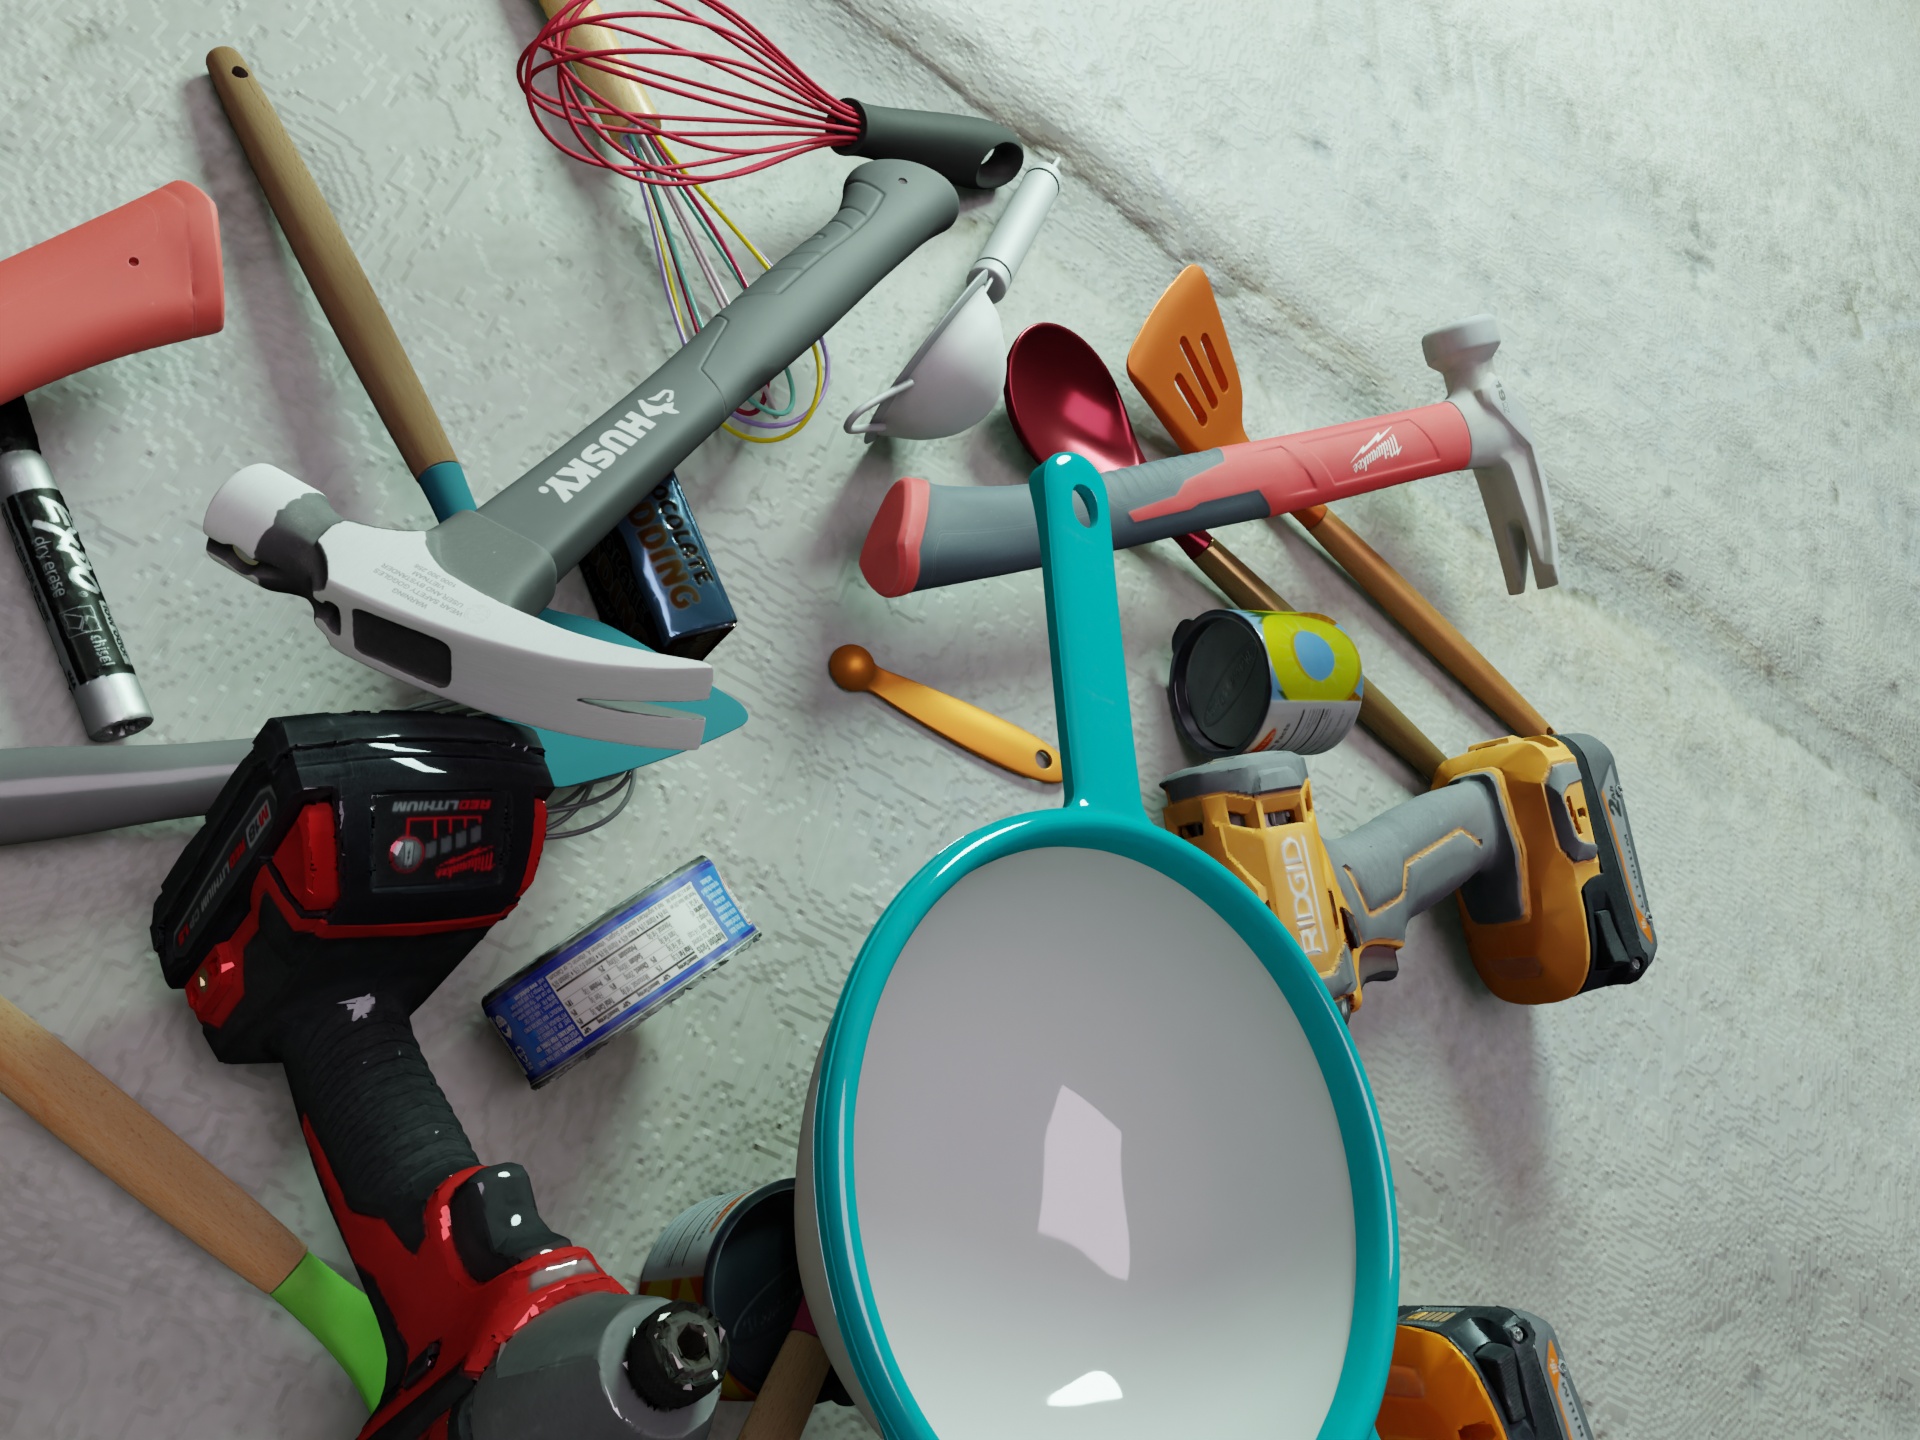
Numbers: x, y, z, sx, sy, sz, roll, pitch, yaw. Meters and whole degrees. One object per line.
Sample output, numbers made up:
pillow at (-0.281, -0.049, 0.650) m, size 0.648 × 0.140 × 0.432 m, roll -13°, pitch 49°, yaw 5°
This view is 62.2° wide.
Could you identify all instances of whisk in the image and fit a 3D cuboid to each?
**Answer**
whisk at (-0.059, -0.247, 0.653) m, size 0.295 × 0.073 × 0.073 m, roll -16°, pitch 80°, yaw -53°
whisk at (-0.125, -0.219, 0.646) m, size 0.051 × 0.047 × 0.245 m, roll -18°, pitch 77°, yaw -48°
whisk at (-0.215, 0.020, 0.491) m, size 0.239 × 0.055 × 0.055 m, roll -4°, pitch 74°, yaw -29°

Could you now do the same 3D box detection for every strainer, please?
strainer at (0.022, 0.080, 0.493) m, size 0.210 × 0.095 × 0.341 m, roll 14°, pitch 61°, yaw -35°
strainer at (0.013, -0.190, 0.703) m, size 0.050 × 0.087 × 0.259 m, roll 31°, pitch 47°, yaw -9°

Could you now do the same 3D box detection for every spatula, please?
spatula at (-0.185, -0.112, 0.545) m, size 0.082 × 0.044 × 0.317 m, roll -21°, pitch 76°, yaw -43°
spatula at (0.201, -0.088, 0.795) m, size 0.322 × 0.041 × 0.081 m, roll 41°, pitch 61°, yaw -13°

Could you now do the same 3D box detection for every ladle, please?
ladle at (0.134, -0.066, 0.753) m, size 0.315 × 0.031 × 0.069 m, roll 41°, pitch 60°, yaw -14°

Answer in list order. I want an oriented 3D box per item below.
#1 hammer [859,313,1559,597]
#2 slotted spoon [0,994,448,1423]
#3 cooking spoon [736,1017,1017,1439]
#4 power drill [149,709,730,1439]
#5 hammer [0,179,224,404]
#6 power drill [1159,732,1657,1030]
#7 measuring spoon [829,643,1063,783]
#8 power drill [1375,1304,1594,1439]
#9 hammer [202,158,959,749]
hammer at (0.130, -0.092, 0.720) m, size 0.386 × 0.038 × 0.143 m, roll -16°, pitch 91°, yaw -32°
slotted spoon at (-0.212, 0.142, 0.450) m, size 0.313 × 0.031 × 0.070 m, roll 44°, pitch 53°, yaw -9°
cooking spoon at (-0.053, 0.203, 0.458) m, size 0.068 × 0.017 × 0.319 m, roll 37°, pitch 54°, yaw -14°
power drill at (-0.134, 0.111, 0.416) m, size 0.078 × 0.143 × 0.220 m, roll 2°, pitch 54°, yaw -47°
hammer at (-0.359, -0.059, 0.419) m, size 0.149 × 0.036 × 0.359 m, roll 49°, pitch 59°, yaw -6°
power drill at (0.199, 0.099, 0.697) m, size 0.226 × 0.084 × 0.185 m, roll -6°, pitch 81°, yaw -29°
measuring spoon at (-0.001, -0.002, 0.651) m, size 0.116 × 0.011 × 0.021 m, roll 26°, pitch 59°, yaw -21°
power drill at (0.126, 0.290, 0.573) m, size 0.226 × 0.084 × 0.164 m, roll -12°, pitch 78°, yaw -31°
hammer at (-0.080, -0.117, 0.547) m, size 0.146 × 0.035 × 0.335 m, roll 27°, pitch 46°, yaw 7°
